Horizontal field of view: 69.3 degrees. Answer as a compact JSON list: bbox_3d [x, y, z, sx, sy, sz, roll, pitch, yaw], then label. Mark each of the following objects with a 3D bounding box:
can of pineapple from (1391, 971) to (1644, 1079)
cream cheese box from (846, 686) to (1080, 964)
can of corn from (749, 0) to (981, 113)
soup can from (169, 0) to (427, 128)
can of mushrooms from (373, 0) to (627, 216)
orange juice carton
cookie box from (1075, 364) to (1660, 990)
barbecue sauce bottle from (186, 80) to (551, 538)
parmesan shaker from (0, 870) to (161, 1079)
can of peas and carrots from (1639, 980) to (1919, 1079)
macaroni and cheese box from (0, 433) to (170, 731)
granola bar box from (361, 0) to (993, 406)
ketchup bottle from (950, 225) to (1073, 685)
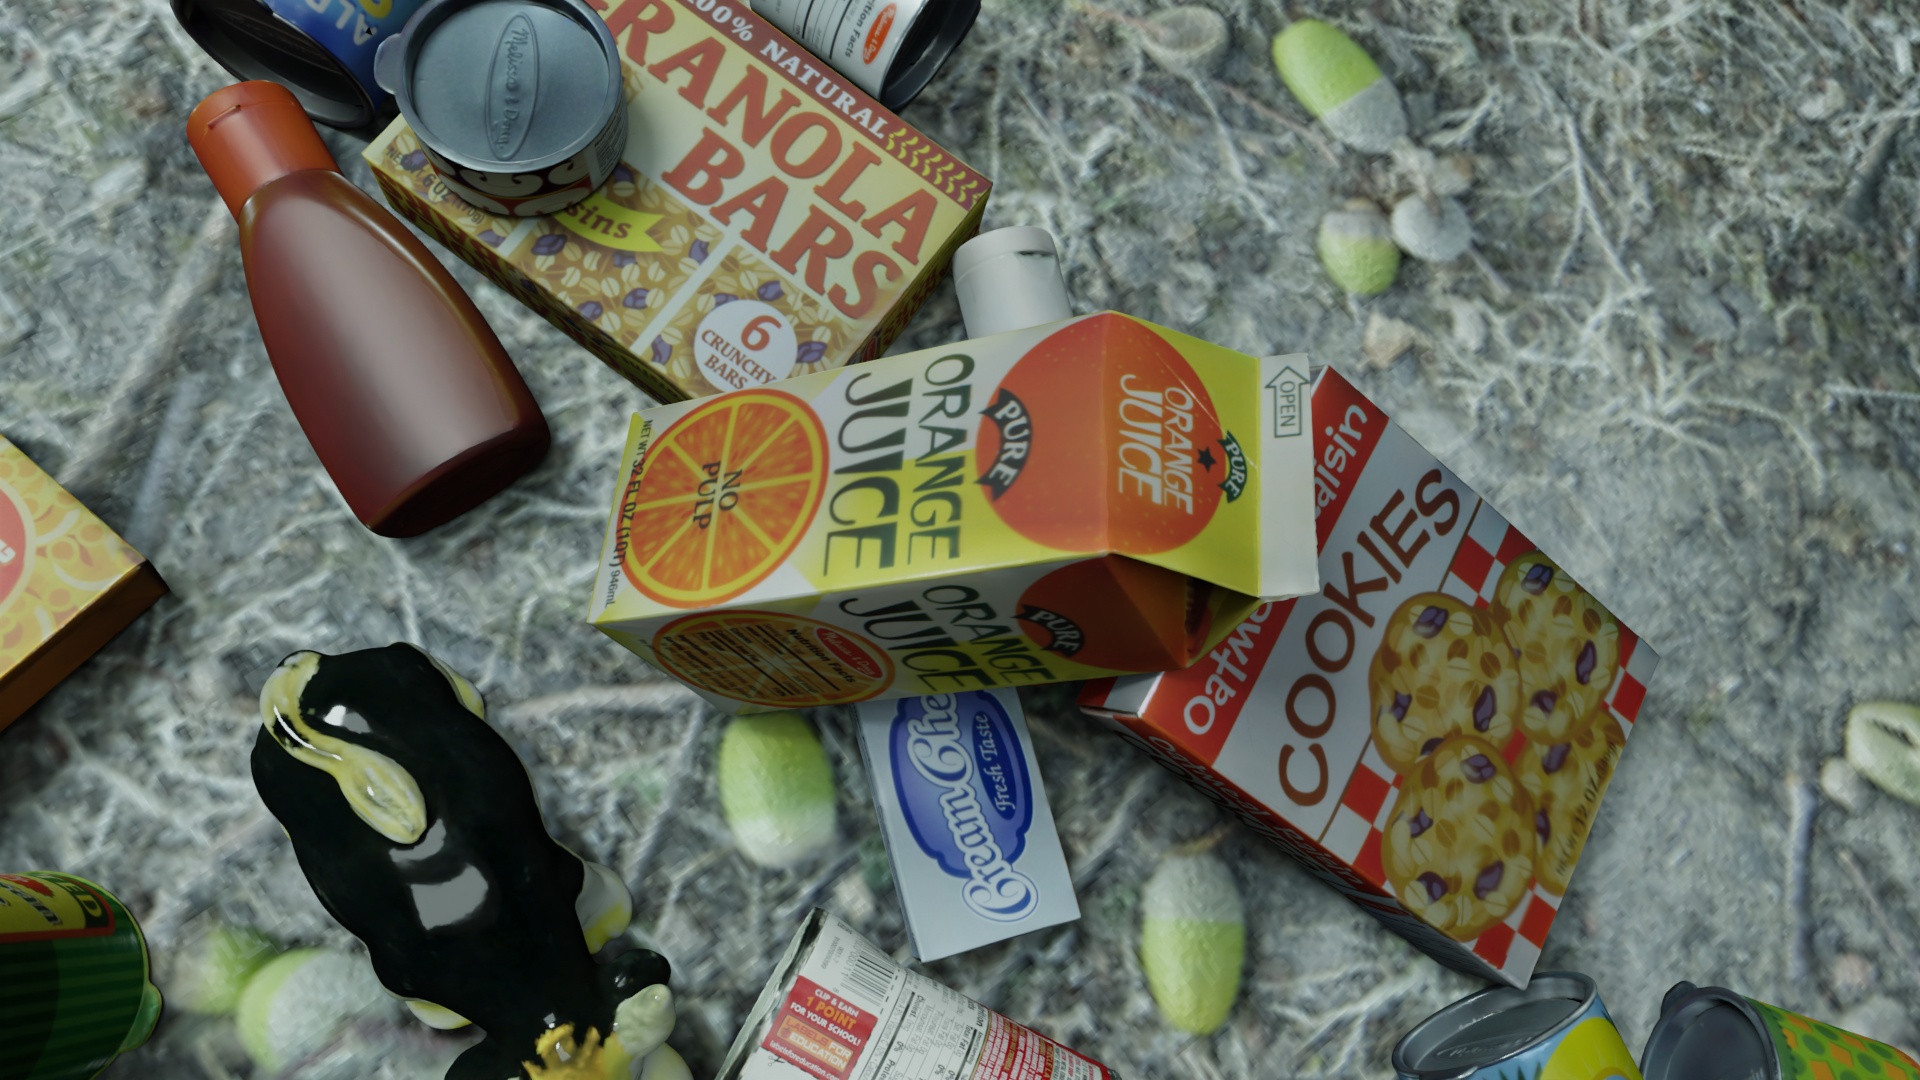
[{"bbox_3d":[0.173,0.173,0.420,0.071,0.071,0.058,-24,81,-13],"label":"can of pineapple"},{"bbox_3d":[-0.002,0.076,0.441,0.053,0.024,0.104,-14,78,-10],"label":"cream cheese box"},{"bbox_3d":[-0.030,-0.194,0.485,0.058,0.071,0.071,37,74,2],"label":"can of corn"},{"bbox_3d":[-0.204,-0.190,0.453,0.071,0.071,0.084,23,74,-2],"label":"soup can"},{"bbox_3d":[-0.139,-0.137,0.427,0.071,0.033,0.071,2,78,-7],"label":"can of mushrooms"},{"bbox_3d":[0.001,-0.005,0.384,0.192,0.073,0.072,-9,59,23],"label":"orange juice carton"},{"bbox_3d":[0.132,0.043,0.436,0.167,0.040,0.123,36,73,-19],"label":"cookie box"},{"bbox_3d":[-0.193,-0.077,0.441,0.065,0.043,0.148,-33,82,-2],"label":"barbecue sauce bottle"},{"bbox_3d":[-0.259,0.118,0.351,0.071,0.103,0.071,2,76,-8],"label":"parmesan shaker"},{"bbox_3d":[0.256,0.179,0.433,0.059,0.070,0.071,19,74,-4],"label":"can of peas and carrots"},{"bbox_3d":[-0.337,-0.003,0.385,0.166,0.040,0.124,42,64,-3],"label":"macaroni and cheese box"},{"bbox_3d":[-0.091,-0.117,0.468,0.165,0.039,0.124,36,74,2],"label":"granola bar box"},{"bbox_3d":[0.031,-0.029,0.459,0.065,0.043,0.149,-5,75,-37],"label":"ketchup bottle"}]
